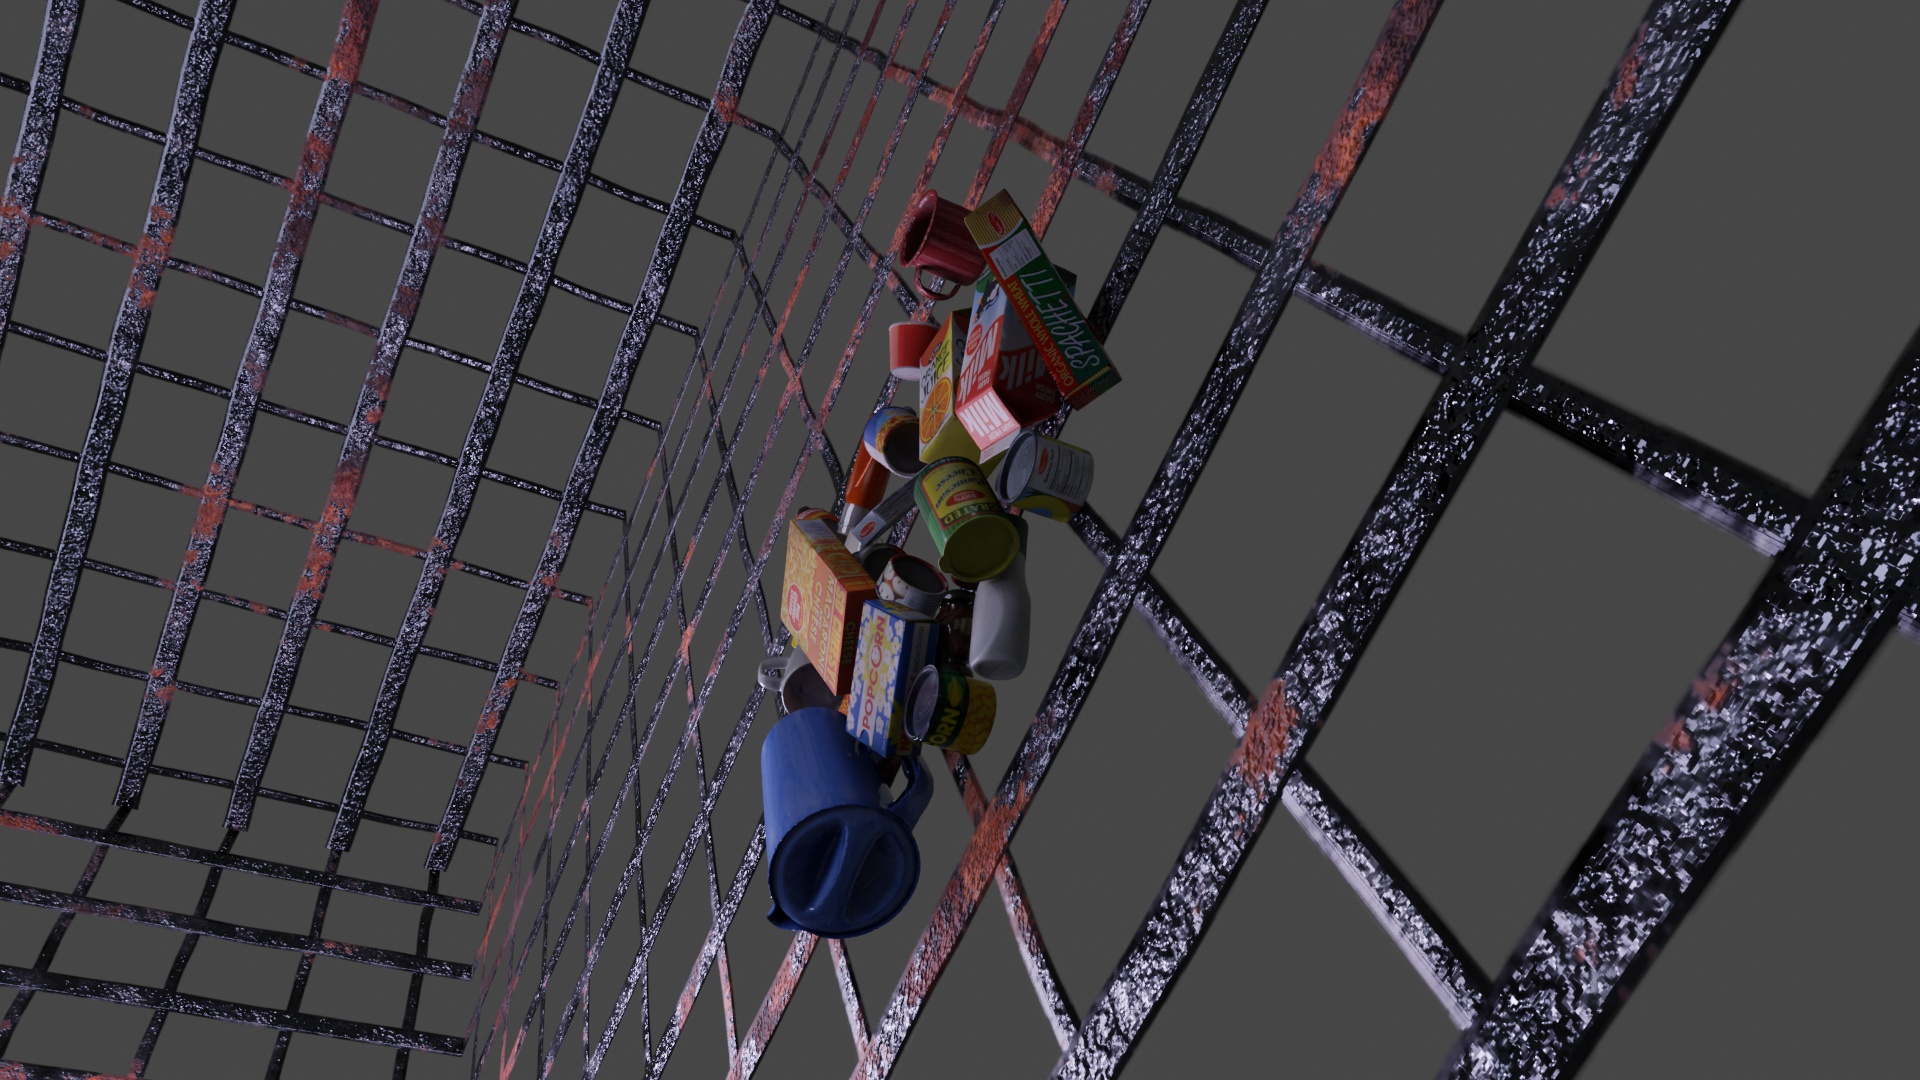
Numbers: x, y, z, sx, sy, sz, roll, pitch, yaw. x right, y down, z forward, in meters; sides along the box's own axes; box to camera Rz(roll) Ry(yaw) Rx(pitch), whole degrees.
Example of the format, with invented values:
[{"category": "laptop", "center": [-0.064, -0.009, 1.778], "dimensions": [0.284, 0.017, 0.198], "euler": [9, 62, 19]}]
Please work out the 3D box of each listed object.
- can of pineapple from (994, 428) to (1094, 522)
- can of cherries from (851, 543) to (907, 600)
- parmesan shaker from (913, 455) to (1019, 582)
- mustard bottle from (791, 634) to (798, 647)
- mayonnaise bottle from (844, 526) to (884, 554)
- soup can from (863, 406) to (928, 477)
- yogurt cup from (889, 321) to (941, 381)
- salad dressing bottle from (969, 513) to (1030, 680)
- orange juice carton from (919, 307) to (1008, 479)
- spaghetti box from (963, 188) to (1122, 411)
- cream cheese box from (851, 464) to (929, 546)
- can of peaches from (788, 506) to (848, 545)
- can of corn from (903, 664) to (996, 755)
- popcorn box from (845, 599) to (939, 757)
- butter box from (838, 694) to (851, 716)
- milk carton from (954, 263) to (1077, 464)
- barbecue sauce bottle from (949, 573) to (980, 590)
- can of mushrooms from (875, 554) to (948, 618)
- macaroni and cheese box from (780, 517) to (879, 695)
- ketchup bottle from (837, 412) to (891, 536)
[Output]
[{"category": "can of pineapple", "center": [0.071, -0.054, 1.167], "dimensions": [0.070, 0.058, 0.071], "euler": [-50, 30, 43]}, {"category": "can of cherries", "center": [-0.087, 0.041, 1.468], "dimensions": [0.058, 0.071, 0.071], "euler": [-20, 54, 62]}, {"category": "parmesan shaker", "center": [0.001, -0.019, 1.186], "dimensions": [0.071, 0.071, 0.103], "euler": [-62, 30, 23]}, {"category": "mustard bottle", "center": [-0.169, 0.081, 1.634], "dimensions": [0.049, 0.065, 0.160], "euler": [19, 94, 64]}, {"category": "mayonnaise bottle", "center": [-0.131, 0.061, 1.586], "dimensions": [0.147, 0.041, 0.065], "euler": [-68, 20, 10]}, {"category": "soup can", "center": [-0.064, -0.111, 1.530], "dimensions": [0.071, 0.071, 0.084], "euler": [-69, 22, 7]}, {"category": "yogurt cup", "center": [-0.050, -0.215, 1.588], "dimensions": [0.072, 0.072, 0.054], "euler": [164, 114, -65]}, {"category": "salad dressing bottle", "center": [0.036, 0.046, 1.192], "dimensions": [0.064, 0.044, 0.148], "euler": [-47, 30, 50]}, {"category": "orange juice carton", "center": [0.006, -0.158, 1.387], "dimensions": [0.071, 0.073, 0.194], "euler": [-52, 28, 41]}, {"category": "spaghetti box", "center": [0.069, -0.215, 1.221], "dimensions": [0.050, 0.028, 0.251], "euler": [-34, 53, 13]}, {"category": "cream cheese box", "center": [-0.064, -0.038, 1.455], "dimensions": [0.104, 0.024, 0.053], "euler": [-42, 0, -39]}, {"category": "can of peaches", "center": [-0.174, -0.005, 1.703], "dimensions": [0.058, 0.071, 0.071], "euler": [26, 97, 68]}, {"category": "can of corn", "center": [-0.009, 0.148, 1.194], "dimensions": [0.070, 0.058, 0.071], "euler": [-50, 30, 43]}, {"category": "popcorn box", "center": [-0.062, 0.123, 1.256], "dimensions": [0.085, 0.038, 0.126], "euler": [18, 101, 58]}, {"category": "butter box", "center": [-0.104, 0.171, 1.454], "dimensions": [0.103, 0.024, 0.053], "euler": [-67, 21, 11]}, {"category": "milk carton", "center": [0.049, -0.166, 1.290], "dimensions": [0.072, 0.073, 0.191], "euler": [-30, 46, 56]}, {"category": "barbecue sauce bottle", "center": [0.005, -0.017, 1.318], "dimensions": [0.064, 0.044, 0.149], "euler": [-63, 22, 24]}, {"category": "can of mushrooms", "center": [-0.048, 0.044, 1.361], "dimensions": [0.033, 0.071, 0.071], "euler": [-60, 24, 26]}, {"category": "macaroni and cheese box", "center": [-0.137, 0.066, 1.447], "dimensions": [0.167, 0.040, 0.123], "euler": [44, 132, 52]}, {"category": "ketchup bottle", "center": [-0.107, -0.075, 1.633], "dimensions": [0.065, 0.043, 0.148], "euler": [15, 87, 69]}]
